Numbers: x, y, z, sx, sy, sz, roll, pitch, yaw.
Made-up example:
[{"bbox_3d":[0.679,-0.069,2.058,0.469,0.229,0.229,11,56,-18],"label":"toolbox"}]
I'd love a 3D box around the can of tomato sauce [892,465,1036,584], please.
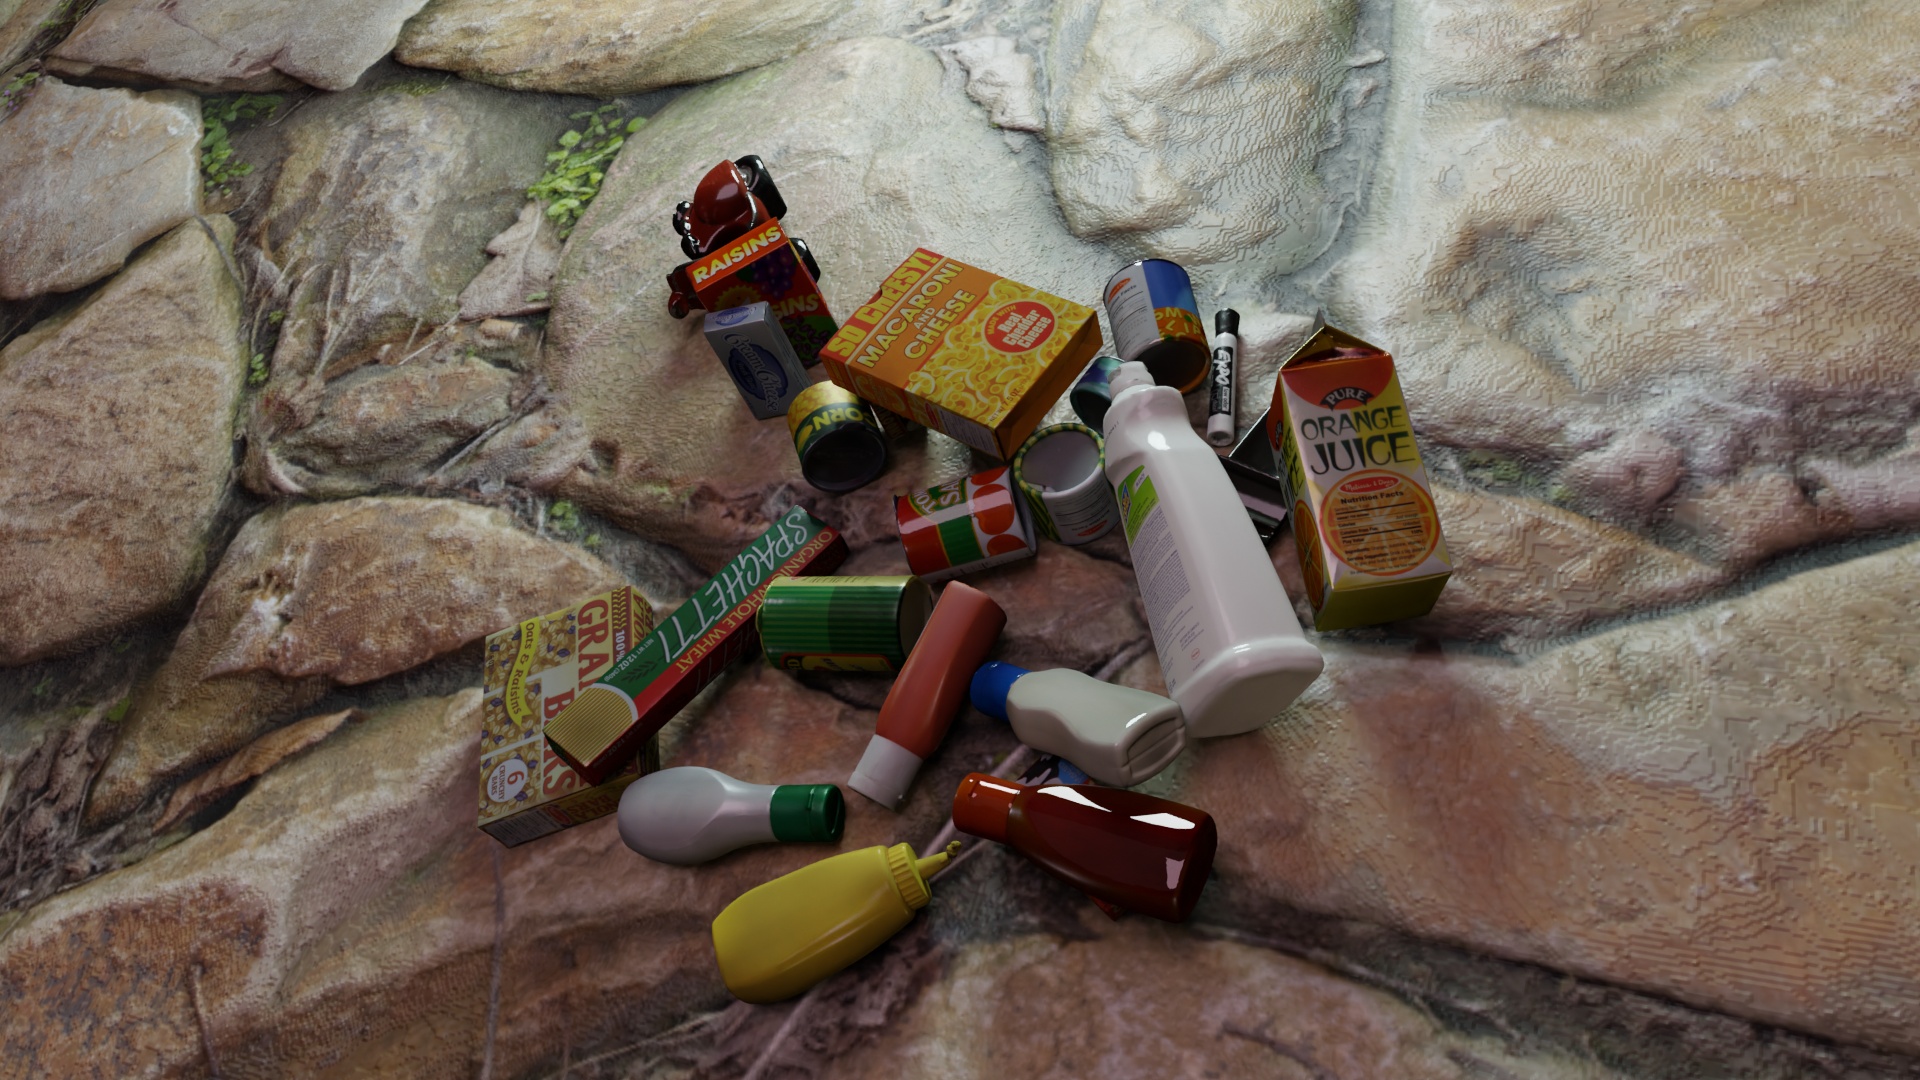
[{"bbox_3d":[0.003,-0.012,0.969,0.083,0.071,0.071,-16,51,10],"label":"can of tomato sauce"}]

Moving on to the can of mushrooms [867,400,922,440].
[{"bbox_3d":[-0.053,-0.111,1.066,0.033,0.070,0.071,-27,50,3],"label":"can of mushrooms"}]

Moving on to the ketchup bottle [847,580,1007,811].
[{"bbox_3d":[-0.022,0.102,0.903,0.043,0.064,0.149,24,75,20],"label":"ketchup bottle"}]

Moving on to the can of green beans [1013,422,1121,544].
[{"bbox_3d":[0.076,-0.040,0.967,0.071,0.057,0.071,-11,52,15],"label":"can of green beans"}]

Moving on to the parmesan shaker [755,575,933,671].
[{"bbox_3d":[-0.078,0.057,0.951,0.103,0.071,0.071,-1,56,21],"label":"parmesan shaker"}]

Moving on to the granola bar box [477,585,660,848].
[{"bbox_3d":[-0.283,0.124,1.006,0.124,0.039,0.166,-20,51,8],"label":"granola bar box"}]

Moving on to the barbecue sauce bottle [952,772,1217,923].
[{"bbox_3d":[0.067,0.167,0.794,0.148,0.043,0.065,11,50,29],"label":"barbecue sauce bottle"}]

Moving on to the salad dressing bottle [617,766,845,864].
[{"bbox_3d":[-0.150,0.179,0.909,0.147,0.043,0.064,-4,54,18],"label":"salad dressing bottle"}]

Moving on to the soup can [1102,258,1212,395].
[{"bbox_3d":[0.147,-0.154,1.019,0.071,0.071,0.084,-16,52,11],"label":"soup can"}]

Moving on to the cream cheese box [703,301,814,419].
[{"bbox_3d":[-0.159,-0.143,1.110,0.053,0.103,0.024,-10,50,15],"label":"cream cheese box"}]

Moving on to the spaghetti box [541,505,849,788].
[{"bbox_3d":[-0.181,0.068,0.980,0.050,0.028,0.251,31,60,28],"label":"spaghetti box"}]

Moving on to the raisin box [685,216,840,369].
[{"bbox_3d":[-0.156,-0.190,1.130,0.086,0.123,0.040,-29,50,1],"label":"raisin box"}]

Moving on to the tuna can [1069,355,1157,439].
[{"bbox_3d":[0.111,-0.098,0.991,0.071,0.070,0.033,27,70,35],"label":"tuna can"}]

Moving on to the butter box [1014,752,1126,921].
[{"bbox_3d":[0.073,0.174,0.833,0.053,0.024,0.104,-42,51,-11],"label":"butter box"}]

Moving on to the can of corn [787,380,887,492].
[{"bbox_3d":[-0.094,-0.082,1.060,0.071,0.071,0.058,-26,49,3],"label":"can of corn"}]

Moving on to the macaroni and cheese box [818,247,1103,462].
[{"bbox_3d":[-0.001,-0.139,1.002,0.167,0.040,0.124,26,65,30],"label":"macaroni and cheese box"}]

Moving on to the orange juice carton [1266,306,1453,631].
[{"bbox_3d":[0.240,-0.048,0.864,0.073,0.071,0.193,-8,65,2],"label":"orange juice carton"}]

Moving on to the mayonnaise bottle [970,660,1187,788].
[{"bbox_3d":[0.065,0.107,0.850,0.065,0.041,0.148,-26,24,-32],"label":"mayonnaise bottle"}]

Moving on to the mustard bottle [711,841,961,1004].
[{"bbox_3d":[-0.069,0.222,0.840,0.160,0.048,0.065,-25,50,2],"label":"mustard bottle"}]
